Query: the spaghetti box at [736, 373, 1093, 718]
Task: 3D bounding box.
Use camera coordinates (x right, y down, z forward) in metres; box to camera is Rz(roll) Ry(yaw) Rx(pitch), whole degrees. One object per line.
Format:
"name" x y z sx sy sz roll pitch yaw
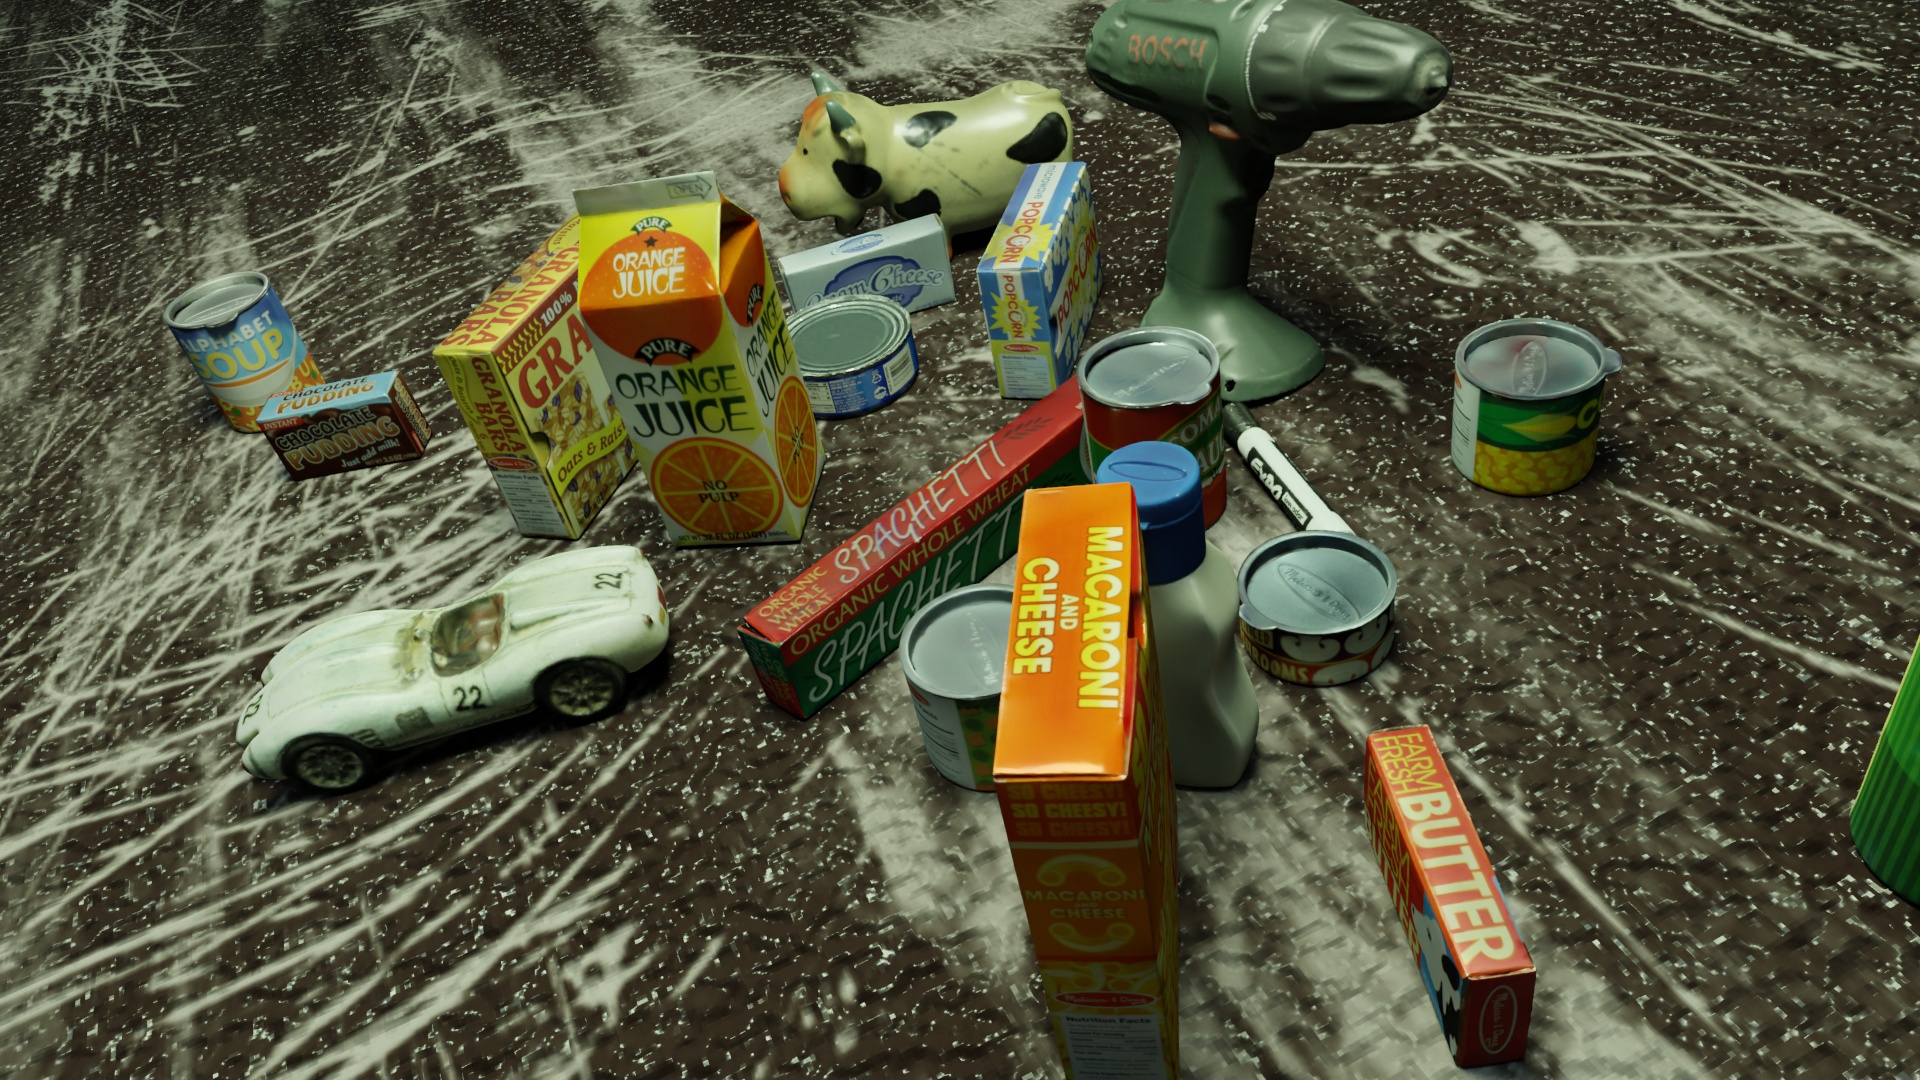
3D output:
"spaghetti box" 0.002 -0.008 0.668 0.251 0.050 0.029 -38 45 -28

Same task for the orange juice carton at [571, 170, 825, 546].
"orange juice carton" -0.129 -0.091 0.690 0.072 0.191 0.073 -3 40 12

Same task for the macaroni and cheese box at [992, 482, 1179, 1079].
"macaroni and cheese box" 0.047 0.083 0.456 0.040 0.165 0.124 -4 40 11

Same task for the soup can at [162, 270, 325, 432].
"soup can" -0.460 -0.120 0.897 0.071 0.083 0.072 -7 40 6

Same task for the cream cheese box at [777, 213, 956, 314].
"cream cheese box" -0.057 -0.163 0.866 0.104 0.053 0.024 -17 39 -6

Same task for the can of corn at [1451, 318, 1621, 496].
"can of corn" 0.270 -0.063 0.656 0.071 0.058 0.071 -7 40 6

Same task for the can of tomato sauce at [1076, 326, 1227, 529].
"can of tomato sauce" 0.095 -0.050 0.667 0.071 0.082 0.071 -7 40 6

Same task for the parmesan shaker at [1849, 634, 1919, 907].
"parmesan shaker" 0.339 0.068 0.447 0.071 0.102 0.072 -7 40 6

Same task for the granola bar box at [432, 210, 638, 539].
"granola bar box" -0.209 -0.100 0.775 0.039 0.123 0.166 4 42 20

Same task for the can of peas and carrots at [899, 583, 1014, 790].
"can of peas and carrots" 0.015 0.060 0.577 0.071 0.058 0.071 -7 40 6

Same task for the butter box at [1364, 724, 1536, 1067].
"butter box" 0.163 0.118 0.473 0.024 0.052 0.104 -10 39 3

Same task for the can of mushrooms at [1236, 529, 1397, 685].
"can of mushrooms" 0.151 0.029 0.597 0.071 0.033 0.071 -7 40 6

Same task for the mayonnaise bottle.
"mayonnaise bottle" 0.078 0.031 0.525 0.065 0.147 0.041 9 44 24

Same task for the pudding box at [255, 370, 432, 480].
"pudding box" -0.372 -0.070 0.841 0.084 0.049 0.030 -10 39 3

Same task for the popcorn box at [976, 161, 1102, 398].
"popcorn box" 0.049 -0.151 0.799 0.038 0.084 0.127 3 42 18
